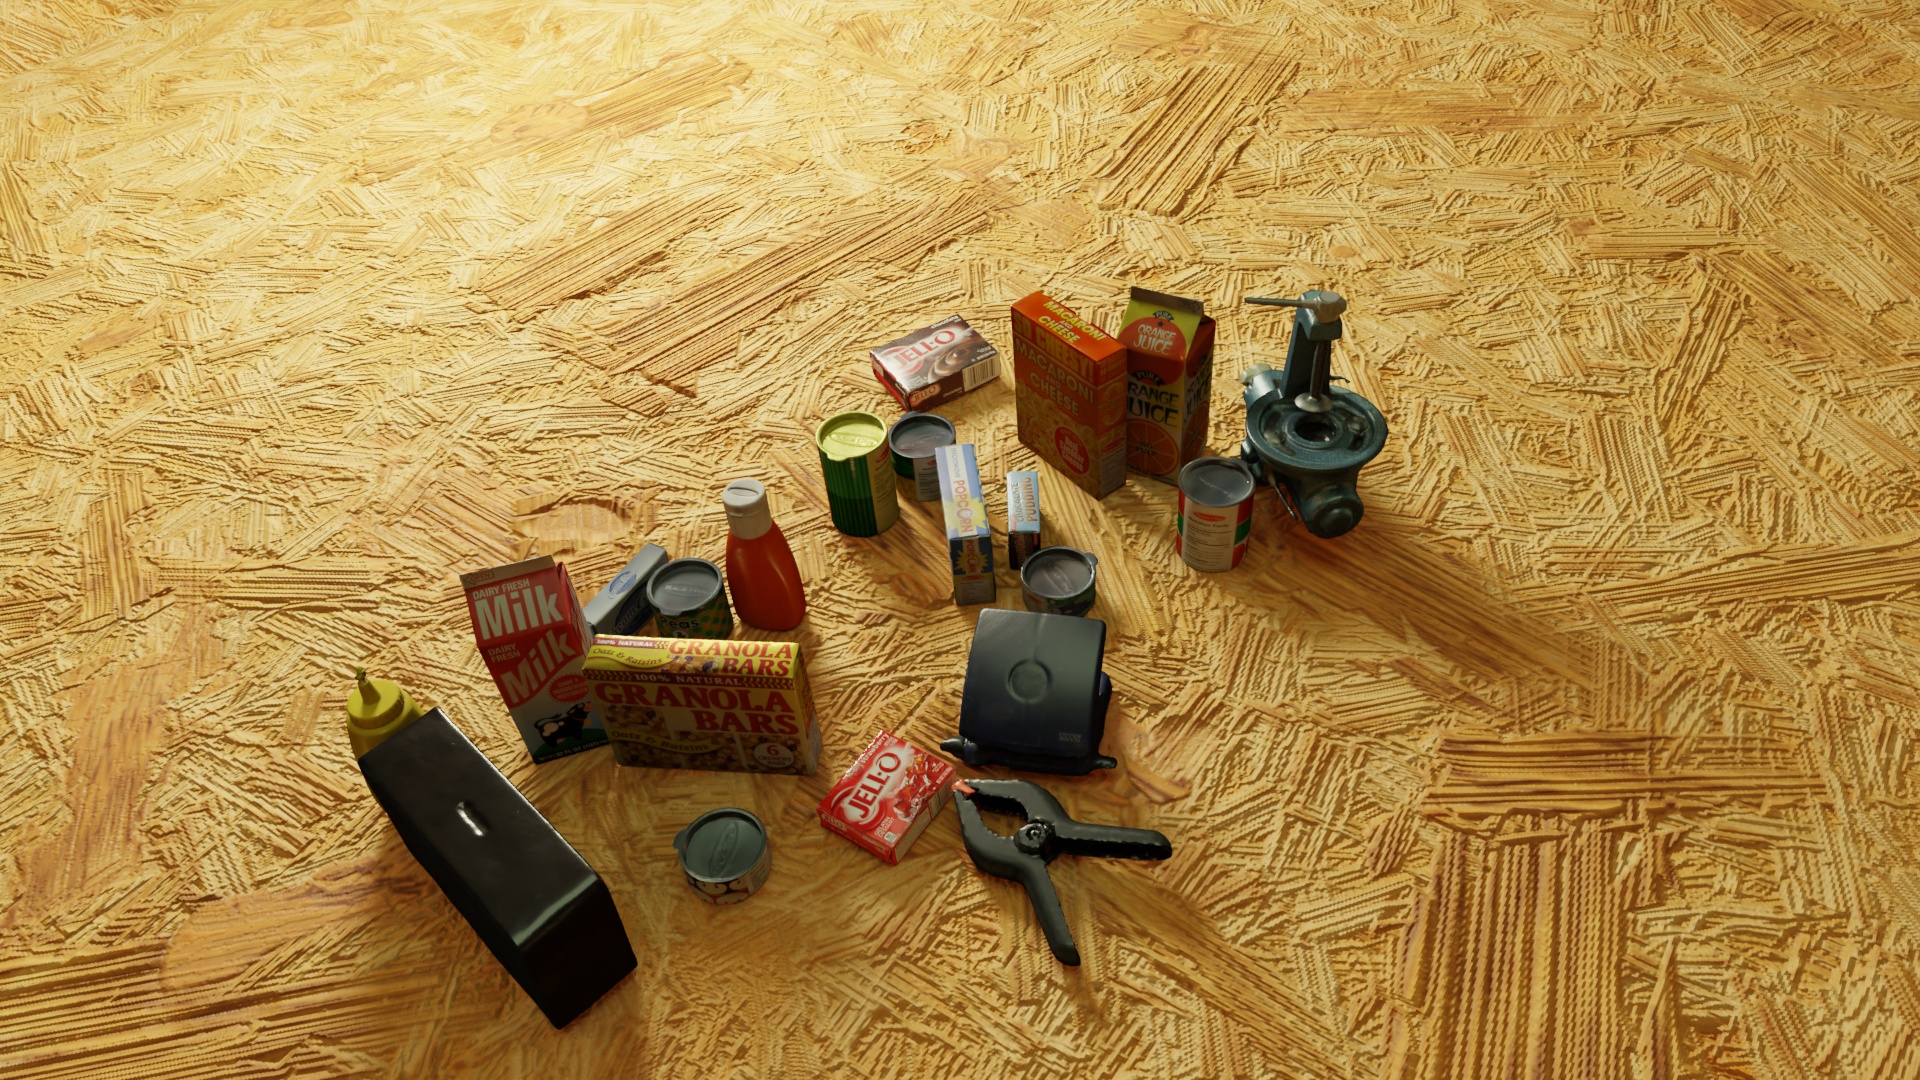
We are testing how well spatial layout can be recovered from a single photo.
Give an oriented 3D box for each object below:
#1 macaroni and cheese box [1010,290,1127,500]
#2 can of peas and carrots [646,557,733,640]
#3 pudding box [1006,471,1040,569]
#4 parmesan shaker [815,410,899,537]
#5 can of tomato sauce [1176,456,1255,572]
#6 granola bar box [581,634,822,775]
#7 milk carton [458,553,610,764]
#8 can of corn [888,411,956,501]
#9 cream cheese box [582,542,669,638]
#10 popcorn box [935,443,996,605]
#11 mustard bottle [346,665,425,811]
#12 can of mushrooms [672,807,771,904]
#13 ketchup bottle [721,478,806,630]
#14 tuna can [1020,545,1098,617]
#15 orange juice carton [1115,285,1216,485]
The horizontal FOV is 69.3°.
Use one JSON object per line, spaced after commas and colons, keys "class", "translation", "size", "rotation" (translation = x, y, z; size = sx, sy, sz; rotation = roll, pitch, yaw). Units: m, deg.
{"class": "macaroni and cheese box", "translation": [0.103, -0.137, 1.310], "size": [0.040, 0.165, 0.124], "rotation": [-31, 49, -24]}
{"class": "can of peas and carrots", "translation": [-0.237, 0.060, 1.216], "size": [0.071, 0.058, 0.071], "rotation": [-3, 44, 3]}
{"class": "pudding box", "translation": [0.058, -0.020, 1.277], "size": [0.030, 0.049, 0.084], "rotation": [-2, 44, 3]}
{"class": "parmesan shaker", "translation": [-0.096, -0.059, 1.294], "size": [0.071, 0.102, 0.072], "rotation": [-3, 44, 3]}
{"class": "can of tomato sauce", "translation": [0.228, -0.024, 1.242], "size": [0.071, 0.082, 0.071], "rotation": [-3, 44, 3]}
{"class": "granola bar box", "translation": [-0.199, 0.130, 1.093], "size": [0.165, 0.123, 0.039], "rotation": [2, 45, 7]}
{"class": "milk carton", "translation": [-0.333, 0.086, 1.104], "size": [0.072, 0.189, 0.074], "rotation": [-14, 45, -9]}
{"class": "can of corn", "translation": [-0.036, -0.082, 1.344], "size": [0.071, 0.058, 0.071], "rotation": [-3, 44, 3]}
{"class": "cream cheese box", "translation": [-0.294, 0.055, 1.230], "size": [0.024, 0.053, 0.104], "rotation": [19, 49, 23]}
{"class": "popcorn box", "translation": [0.004, -0.016, 1.252], "size": [0.038, 0.084, 0.127], "rotation": [-7, 44, -2]}
{"class": "mustard bottle", "translation": [-0.435, 0.154, 1.065], "size": [0.049, 0.159, 0.065], "rotation": [31, 55, 31]}
{"class": "can of mushrooms", "translation": [-0.179, 0.237, 1.046], "size": [0.071, 0.033, 0.071], "rotation": [-3, 44, 3]}
{"class": "ketchup bottle", "translation": [-0.174, 0.013, 1.194], "size": [0.065, 0.148, 0.044], "rotation": [9, 46, 15]}
{"class": "tuna can", "translation": [0.089, 0.038, 1.227], "size": [0.071, 0.032, 0.071], "rotation": [-3, 44, 3]}
{"class": "orange juice carton", "translation": [0.190, -0.151, 1.298], "size": [0.072, 0.191, 0.073], "rotation": [20, 49, 24]}
